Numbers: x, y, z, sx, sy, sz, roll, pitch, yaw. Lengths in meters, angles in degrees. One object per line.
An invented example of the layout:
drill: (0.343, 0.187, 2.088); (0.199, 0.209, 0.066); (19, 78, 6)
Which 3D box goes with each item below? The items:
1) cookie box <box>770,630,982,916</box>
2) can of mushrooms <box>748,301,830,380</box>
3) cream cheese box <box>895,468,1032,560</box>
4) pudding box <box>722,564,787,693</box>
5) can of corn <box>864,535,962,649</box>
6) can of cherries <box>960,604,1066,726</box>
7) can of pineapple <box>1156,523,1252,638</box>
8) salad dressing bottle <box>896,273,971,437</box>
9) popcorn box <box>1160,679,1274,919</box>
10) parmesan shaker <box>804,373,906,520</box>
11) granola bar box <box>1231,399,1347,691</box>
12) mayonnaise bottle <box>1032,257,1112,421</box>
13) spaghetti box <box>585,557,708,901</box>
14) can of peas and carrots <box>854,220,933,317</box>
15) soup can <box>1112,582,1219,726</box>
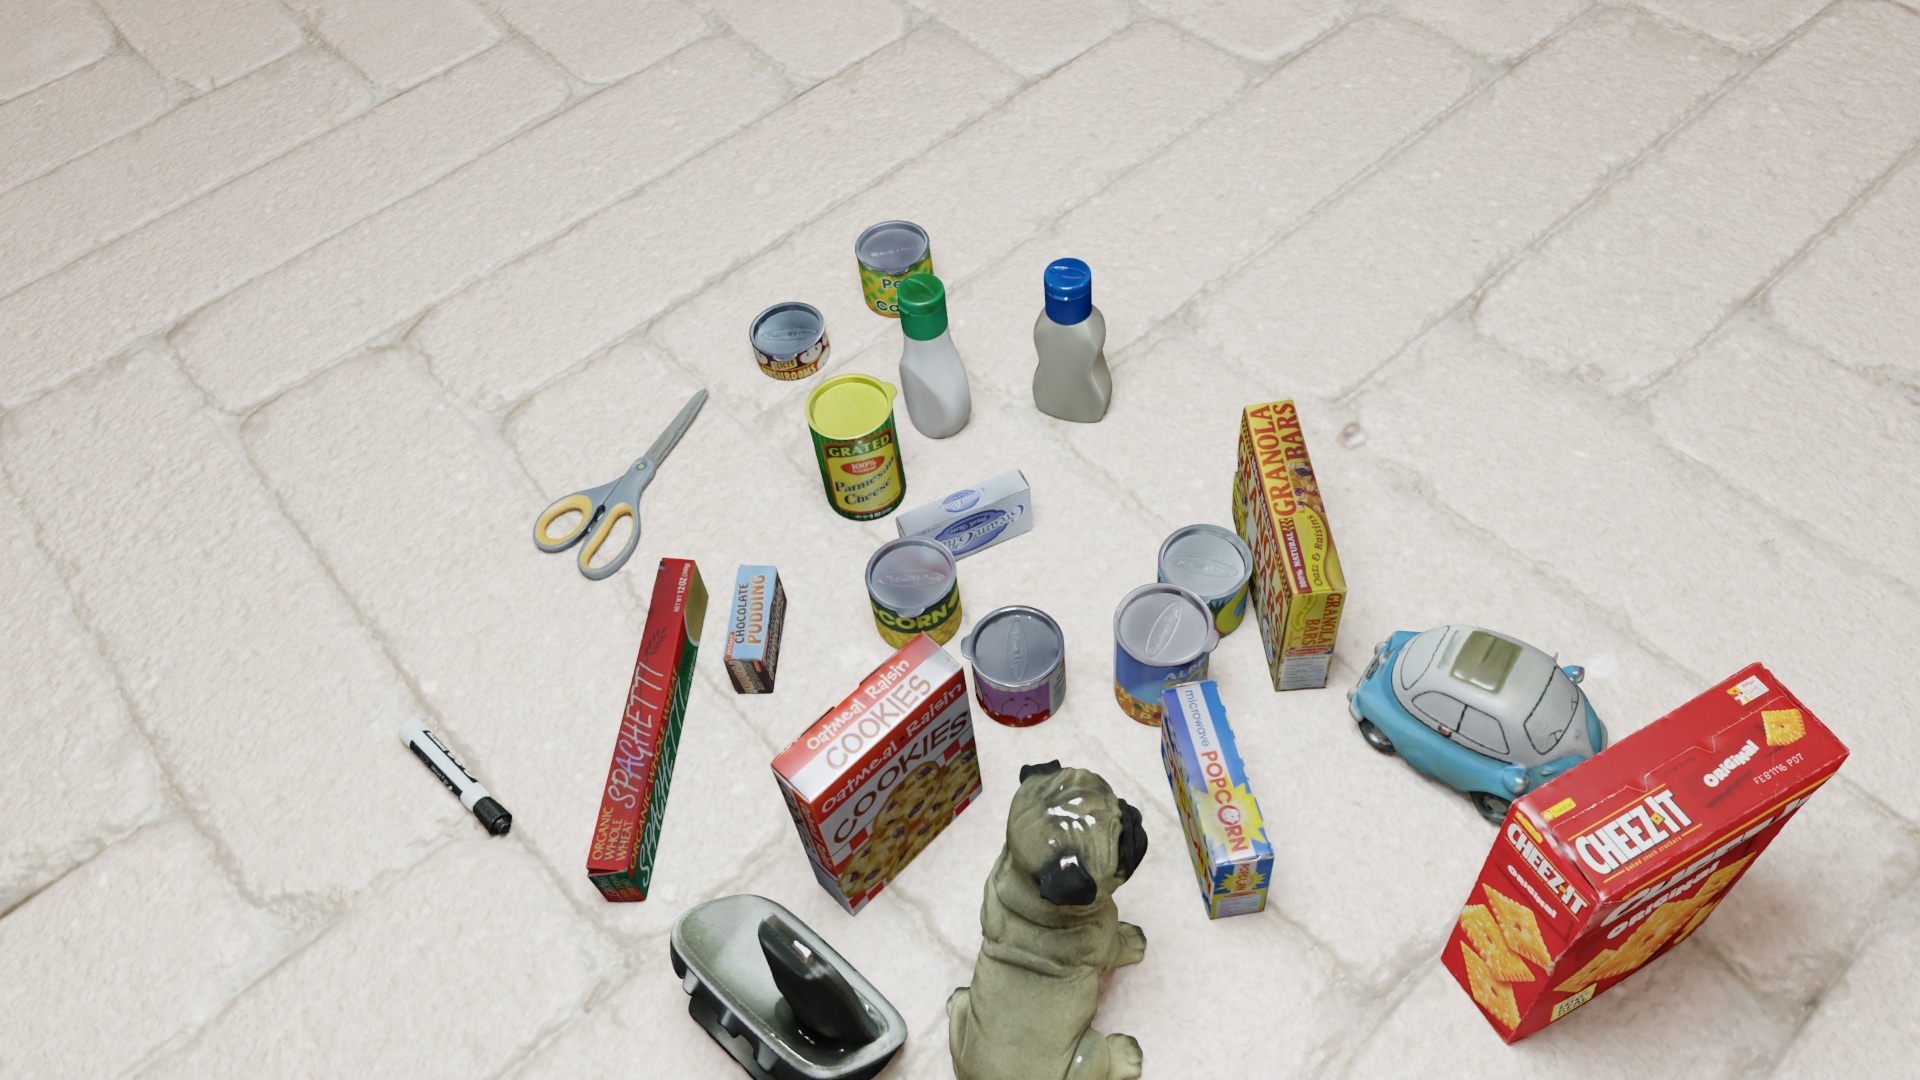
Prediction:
cookie box: (-0.047, 0.148, 0.866); (0.040, 0.166, 0.123); (36, 64, 28)
can of mushrooms: (-0.148, -0.171, 1.202); (0.071, 0.033, 0.071); (-3, 53, 4)
cream cheese box: (0.004, -0.013, 1.054); (0.104, 0.053, 0.024); (-22, 54, -11)
pudding box: (-0.150, 0.064, 1.014); (0.030, 0.049, 0.084); (-1, 53, 6)
can of corn: (-0.033, 0.042, 1.013); (0.071, 0.058, 0.071); (-3, 53, 4)
can of cherries: (0.038, 0.088, 0.971); (0.071, 0.058, 0.072); (-3, 53, 4)
can of pineapple: (0.173, 0.032, 0.999); (0.071, 0.057, 0.071); (-3, 53, 4)
salad dressing bottle: (-0.024, -0.145, 1.098); (0.044, 0.147, 0.064); (-38, 58, -21)
popcorn box: (0.160, 0.164, 0.883); (0.038, 0.084, 0.127); (-11, 53, -2)
parmesan shaker: (-0.077, -0.071, 1.076); (0.071, 0.102, 0.071); (-3, 53, 4)
granola bar box: (0.226, 0.004, 0.974); (0.039, 0.123, 0.166); (-6, 53, 2)
mayonnaise bottle: (0.087, -0.156, 1.095); (0.065, 0.147, 0.041); (13, 56, 15)
spaghetti box: (-0.216, 0.127, 0.973); (0.029, 0.050, 0.251); (0, 53, 6)
can of peas and carrots: (-0.056, -0.238, 1.228); (0.071, 0.058, 0.071); (-3, 53, 4)
soup can: (0.140, 0.080, 0.950); (0.071, 0.083, 0.072); (-3, 53, 4)
